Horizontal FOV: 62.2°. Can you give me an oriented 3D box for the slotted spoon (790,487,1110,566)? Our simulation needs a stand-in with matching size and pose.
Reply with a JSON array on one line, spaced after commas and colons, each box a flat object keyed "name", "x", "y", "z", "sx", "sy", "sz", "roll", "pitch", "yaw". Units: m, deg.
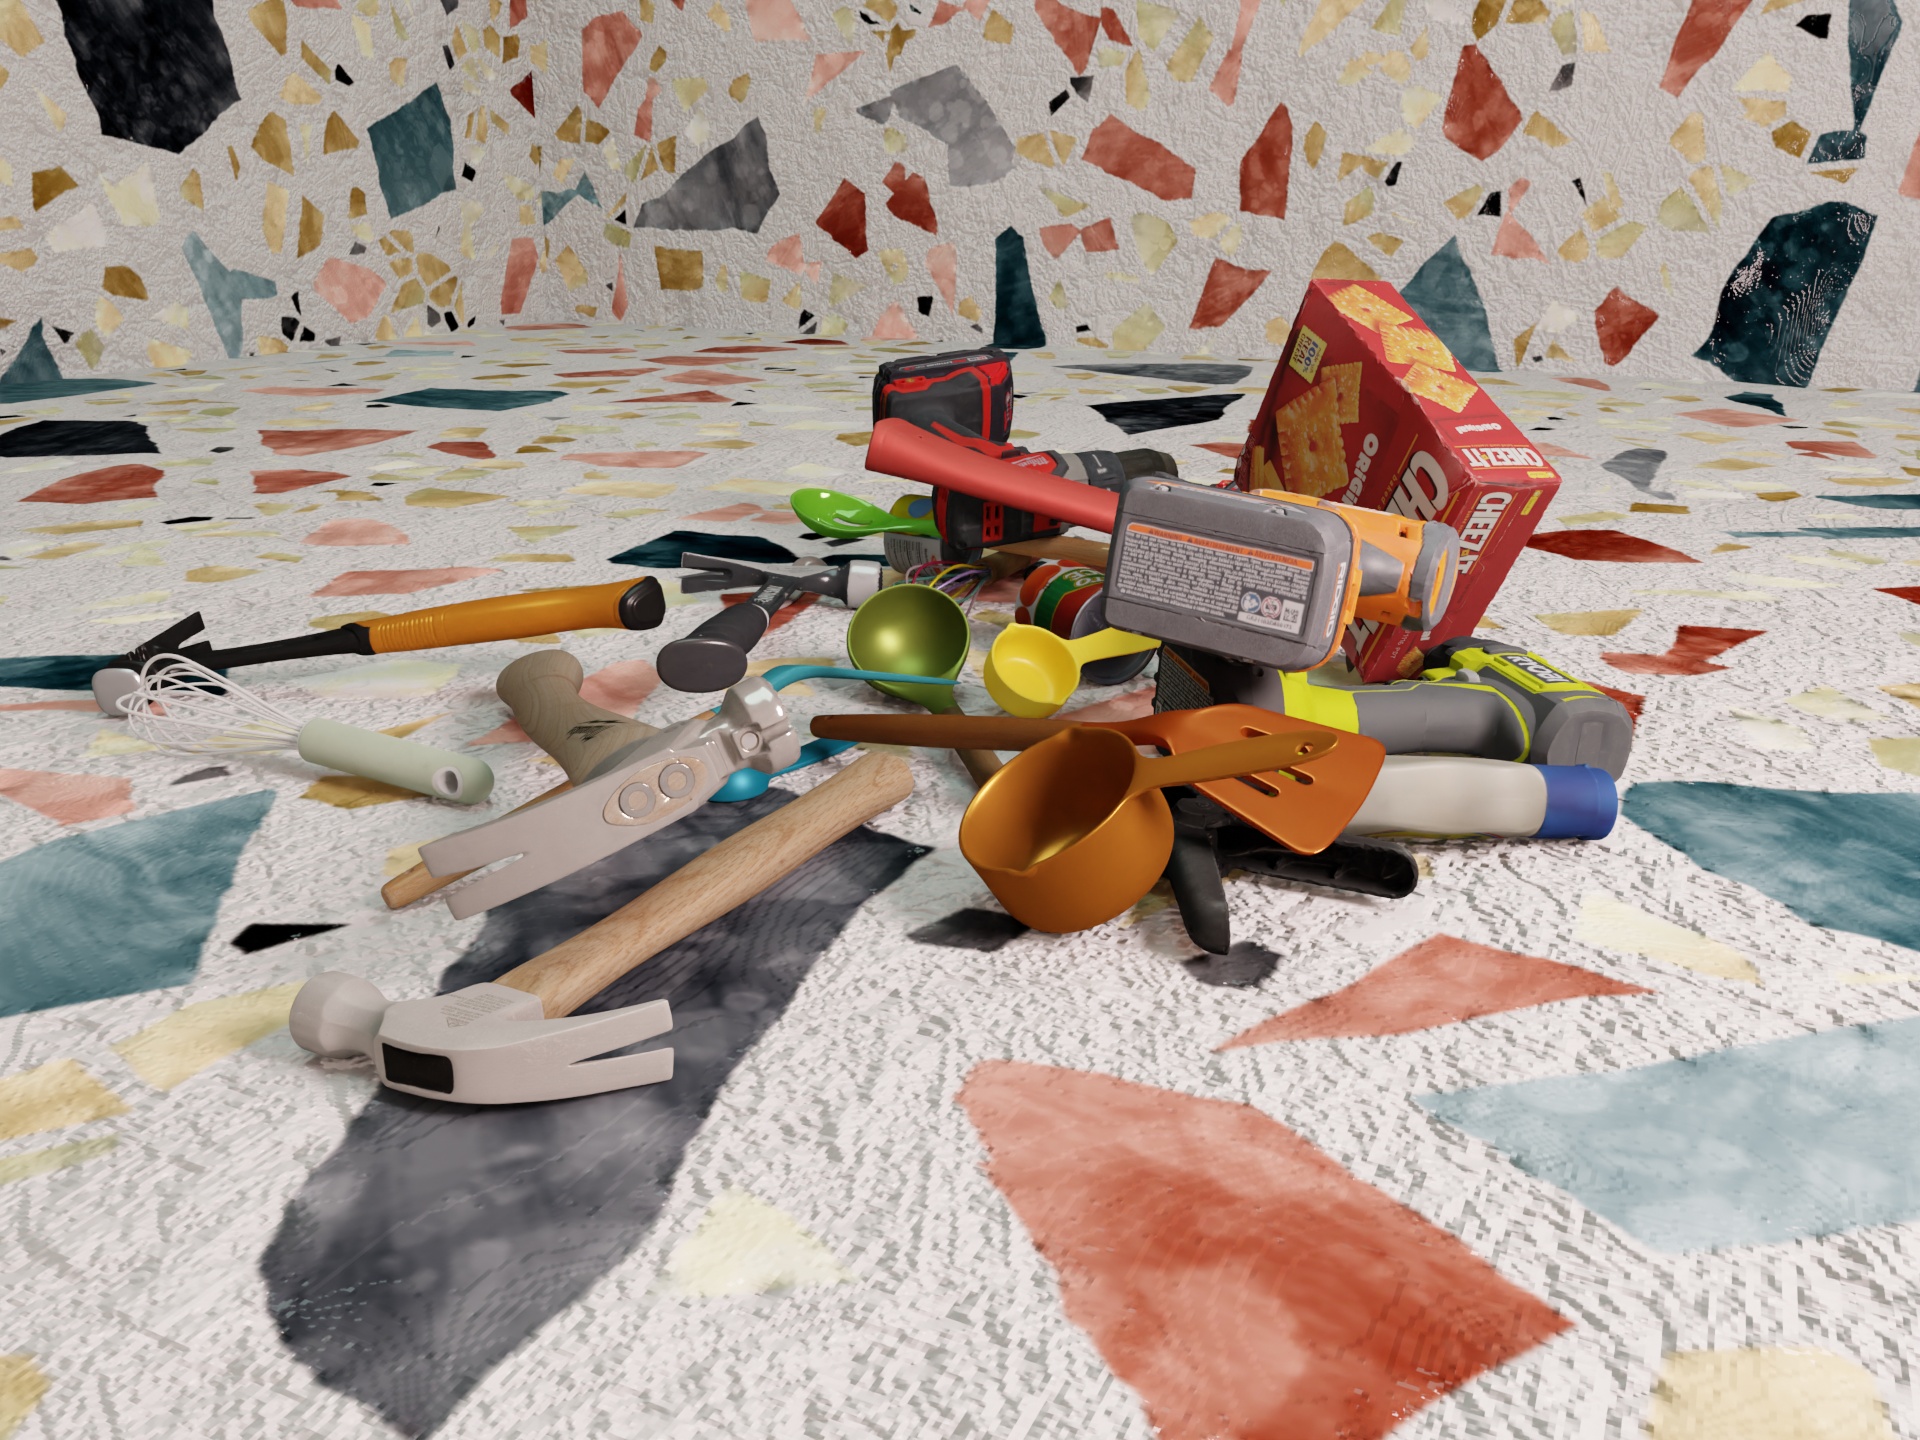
[{"name": "slotted spoon", "x": 0.014, "y": -0.139, "z": 1.204, "sx": 0.314, "sy": 0.031, "sz": 0.070, "roll": 11, "pitch": 27, "yaw": 20}]

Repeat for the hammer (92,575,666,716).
[{"name": "hammer", "x": -0.351, "y": -0.056, "z": 0.997, "sx": 0.337, "sy": 0.034, "sz": 0.127, "roll": -7, "pitch": 19, "yaw": 2}]

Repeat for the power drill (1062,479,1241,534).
[{"name": "power drill", "x": 0.130, "y": -0.166, "z": 1.289, "sx": 0.220, "sy": 0.078, "sz": 0.143, "roll": 12, "pitch": 21, "yaw": 17}]

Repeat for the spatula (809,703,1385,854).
[{"name": "spatula", "x": 0.045, "y": 0.015, "z": 0.784, "sx": 0.323, "sy": 0.041, "sz": 0.081, "roll": 2, "pitch": 37, "yaw": 41}]

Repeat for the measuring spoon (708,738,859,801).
[{"name": "measuring spoon", "x": -0.096, "y": 0.015, "z": 0.878, "sx": 0.042, "sy": 0.021, "sz": 0.128, "roll": 16, "pitch": 26, "yaw": 38}]

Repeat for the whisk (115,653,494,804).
[{"name": "whisk", "x": -0.356, "y": 0.009, "z": 0.862, "sx": 0.246, "sy": 0.057, "sz": 0.059, "roll": 12, "pitch": 14, "yaw": 19}]

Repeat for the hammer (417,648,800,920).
[{"name": "hammer", "x": -0.201, "y": 0.007, "z": 0.784, "sx": 0.146, "sy": 0.038, "sz": 0.411, "roll": -27, "pitch": 16, "yaw": -17}]

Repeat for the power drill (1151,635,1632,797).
[{"name": "power drill", "x": 0.226, "y": -0.010, "z": 0.881, "sx": 0.223, "sy": 0.080, "sz": 0.171, "roll": 0, "pitch": 19, "yaw": -11}]

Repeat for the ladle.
[{"name": "ladle", "x": -0.001, "y": -0.003, "z": 0.885, "sx": 0.078, "sy": 0.062, "sz": 0.320, "roll": -18, "pitch": 25, "yaw": -8}]

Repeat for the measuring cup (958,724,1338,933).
[{"name": "measuring cup", "x": 0.084, "y": 0.042, "z": 0.672, "sx": 0.173, "sy": 0.052, "sz": 0.095, "roll": -14, "pitch": 34, "yaw": 30}]

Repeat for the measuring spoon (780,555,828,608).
[{"name": "measuring spoon", "x": -0.131, "y": -0.109, "z": 1.243, "sx": 0.034, "sy": 0.018, "sz": 0.124, "roll": 4, "pitch": 20, "yaw": 11}]

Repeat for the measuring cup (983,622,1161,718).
[{"name": "measuring cup", "x": 0.081, "y": -0.038, "z": 0.989, "sx": 0.156, "sy": 0.029, "sz": 0.062, "roll": -16, "pitch": 64, "yaw": -34}]

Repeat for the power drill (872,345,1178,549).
[{"name": "power drill", "x": 0.043, "y": -0.210, "z": 1.227, "sx": 0.188, "sy": 0.080, "sz": 0.227, "roll": -12, "pitch": 37, "yaw": -18}]

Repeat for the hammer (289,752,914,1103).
[{"name": "hammer", "x": -0.112, "y": 0.076, "z": 0.690, "sx": 0.130, "sy": 0.031, "sz": 0.331, "roll": 10, "pitch": 21, "yaw": 26}]

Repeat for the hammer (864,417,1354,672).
[{"name": "hammer", "x": 0.110, "y": -0.134, "z": 1.086, "sx": 0.359, "sy": 0.036, "sz": 0.149, "roll": 15, "pitch": 43, "yaw": -3}]

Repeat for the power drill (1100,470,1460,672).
[{"name": "power drill", "x": 0.160, "y": -0.086, "z": 0.850, "sx": 0.164, "sy": 0.084, "sz": 0.226, "roll": 16, "pitch": 16, "yaw": 28}]

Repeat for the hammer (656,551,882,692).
[{"name": "hammer", "x": -0.137, "y": -0.069, "z": 1.013, "sx": 0.149, "sy": 0.036, "sz": 0.409, "roll": 4, "pitch": 12, "yaw": 0}]

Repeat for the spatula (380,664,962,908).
[{"name": "spatula", "x": -0.139, "y": 0.022, "z": 0.799, "sx": 0.317, "sy": 0.044, "sz": 0.082, "roll": -30, "pitch": 23, "yaw": -34}]

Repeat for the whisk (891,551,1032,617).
[{"name": "whisk", "x": 0.007, "y": -0.107, "z": 1.215, "sx": 0.051, "sy": 0.047, "sz": 0.245, "roll": 7, "pitch": 16, "yaw": 19}]
